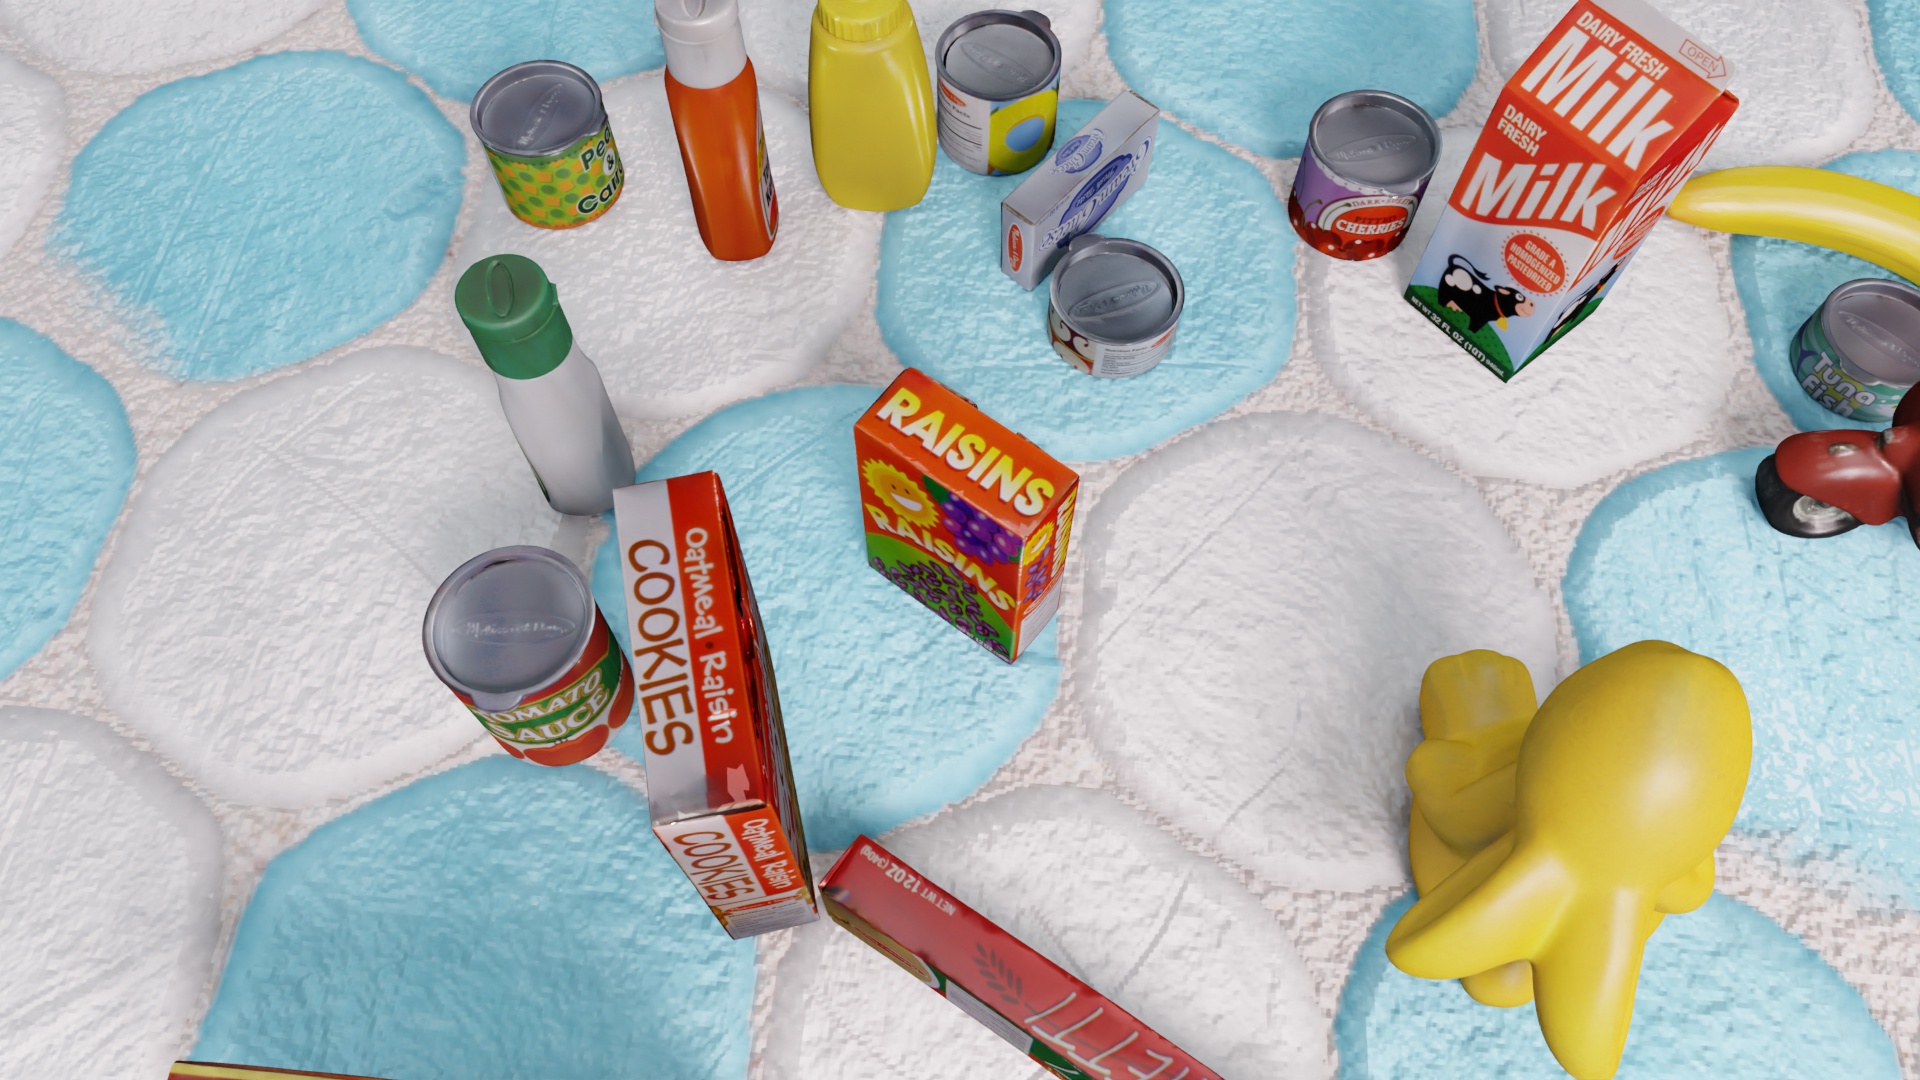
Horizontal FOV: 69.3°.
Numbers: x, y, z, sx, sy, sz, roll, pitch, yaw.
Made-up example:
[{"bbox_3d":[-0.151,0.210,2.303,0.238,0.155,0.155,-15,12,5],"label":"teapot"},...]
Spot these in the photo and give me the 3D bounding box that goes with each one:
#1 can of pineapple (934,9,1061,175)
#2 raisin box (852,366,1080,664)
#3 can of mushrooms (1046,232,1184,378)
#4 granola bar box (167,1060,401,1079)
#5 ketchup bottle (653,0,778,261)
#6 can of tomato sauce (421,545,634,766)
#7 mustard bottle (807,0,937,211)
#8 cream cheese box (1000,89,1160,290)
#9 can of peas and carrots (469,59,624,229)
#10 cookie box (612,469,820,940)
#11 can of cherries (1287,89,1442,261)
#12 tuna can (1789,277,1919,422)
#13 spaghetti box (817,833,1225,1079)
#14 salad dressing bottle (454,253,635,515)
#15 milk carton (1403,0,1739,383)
[{"bbox_3d":[0.021,-0.240,0.744,0.071,0.057,0.071,0,62,0],"label":"can of pineapple"},{"bbox_3d":[0.002,-0.007,0.583,0.086,0.123,0.040,35,68,17],"label":"raisin box"},{"bbox_3d":[0.075,-0.117,0.693,0.071,0.033,0.071,0,62,0],"label":"can of mushrooms"},{"bbox_3d":[-0.162,0.209,0.468,0.166,0.123,0.039,5,63,2],"label":"granola bar box"},{"bbox_3d":[-0.118,-0.204,0.673,0.043,0.148,0.065,-7,63,-4],"label":"ketchup bottle"},{"bbox_3d":[-0.175,0.052,0.574,0.071,0.082,0.071,0,62,0],"label":"can of tomato sauce"},{"bbox_3d":[-0.045,-0.229,0.680,0.065,0.159,0.049,0,63,0],"label":"mustard bottle"},{"bbox_3d":[0.060,-0.180,0.715,0.024,0.053,0.104,37,68,17],"label":"cream cheese box"},{"bbox_3d":[-0.211,-0.205,0.723,0.071,0.058,0.071,0,62,0],"label":"can of peas and carrots"},{"bbox_3d":[-0.087,0.068,0.518,0.040,0.166,0.123,-11,63,-6],"label":"cookie box"},{"bbox_3d":[0.207,-0.185,0.716,0.071,0.058,0.072,0,62,0],"label":"can of cherries"},{"bbox_3d":[0.447,-0.092,0.682,0.071,0.032,0.071,0,62,0],"label":"tuna can"},{"bbox_3d":[0.056,0.194,0.518,0.250,0.050,0.029,31,66,15],"label":"spaghetti box"},{"bbox_3d":[-0.177,-0.064,0.599,0.044,0.147,0.064,-12,63,-6],"label":"salad dressing bottle"},{"bbox_3d":[0.277,-0.163,0.630,0.074,0.189,0.072,-36,68,-17],"label":"milk carton"}]
